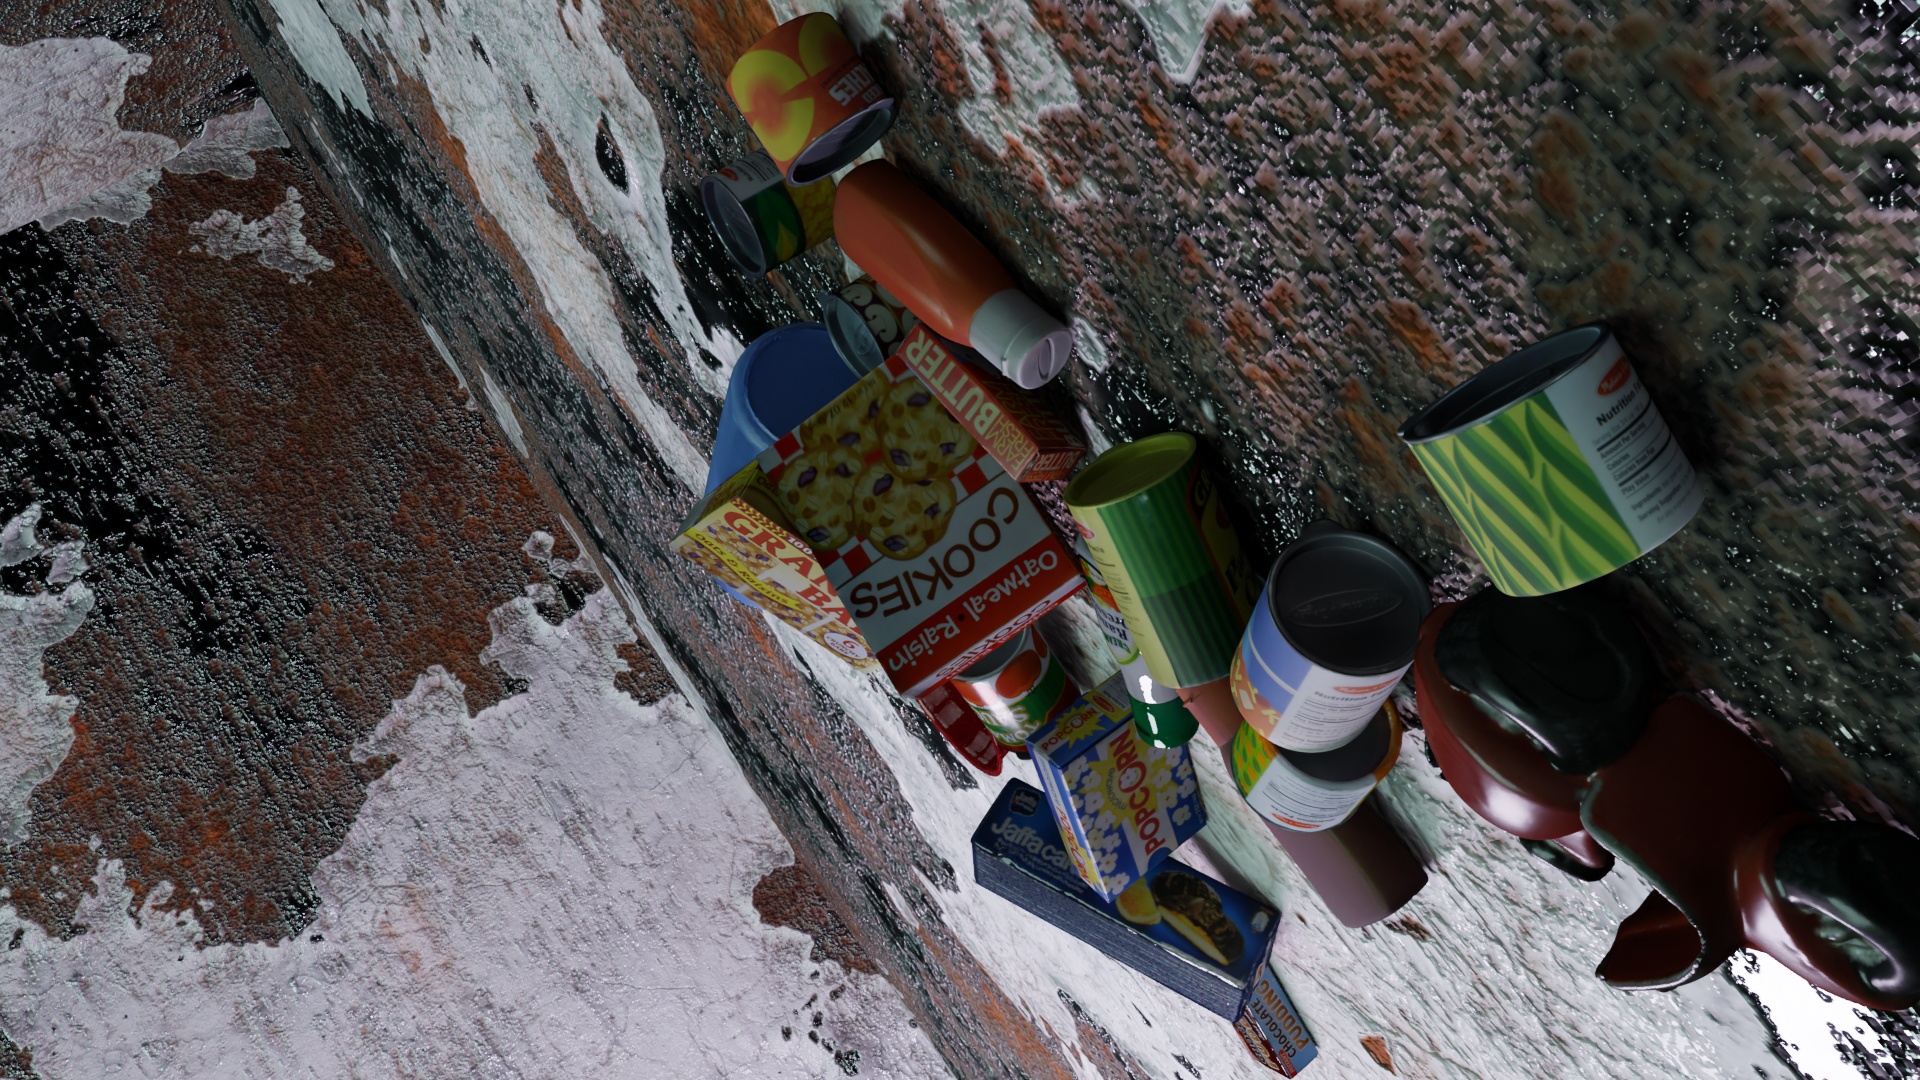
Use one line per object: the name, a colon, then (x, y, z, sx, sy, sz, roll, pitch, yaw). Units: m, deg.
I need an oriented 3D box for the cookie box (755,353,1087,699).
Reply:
cookie box: (-0.022, -0.013, 0.791, 0.168, 0.123, 0.040, 58, -169, 14)

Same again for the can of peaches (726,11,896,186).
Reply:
can of peaches: (-0.073, -0.222, 0.695, 0.058, 0.071, 0.071, 56, 160, 1)

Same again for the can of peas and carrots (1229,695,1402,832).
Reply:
can of peas and carrots: (0.163, 0.092, 0.641, 0.071, 0.071, 0.058, 48, 158, 21)

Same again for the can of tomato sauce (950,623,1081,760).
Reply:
can of tomato sauce: (0.032, 0.091, 0.909, 0.071, 0.071, 0.082, 31, 161, 49)

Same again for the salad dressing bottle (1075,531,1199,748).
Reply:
salad dressing bottle: (0.100, 0.051, 0.750, 0.064, 0.044, 0.147, 42, 157, 50)

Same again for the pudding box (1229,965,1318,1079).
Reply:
pudding box: (0.205, 0.323, 0.958, 0.083, 0.030, 0.049, 60, 161, -11)

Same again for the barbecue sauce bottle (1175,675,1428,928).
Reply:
barbecue sauce bottle: (0.169, 0.124, 0.708, 0.148, 0.044, 0.064, 53, 160, 11)

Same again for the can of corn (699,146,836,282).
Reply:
can of corn: (-0.112, -0.197, 0.829, 0.071, 0.058, 0.070, 46, 158, 25)

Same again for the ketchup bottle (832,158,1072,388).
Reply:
ketchup bottle: (-0.006, -0.133, 0.707, 0.149, 0.044, 0.064, 45, 158, 28)

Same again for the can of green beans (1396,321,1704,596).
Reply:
can of green beans: (0.178, -0.024, 0.419, 0.058, 0.071, 0.071, 57, 160, -5)

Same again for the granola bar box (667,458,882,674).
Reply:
granola bar box: (-0.093, 0.019, 0.905, 0.165, 0.039, 0.124, 36, 150, -18)

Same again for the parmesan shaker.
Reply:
parmesan shaker: (0.100, 0.008, 0.657, 0.071, 0.071, 0.103, 13, 134, 62)

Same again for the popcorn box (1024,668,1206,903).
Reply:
popcorn box: (0.097, 0.148, 0.849, 0.038, 0.085, 0.126, 33, 150, 49)

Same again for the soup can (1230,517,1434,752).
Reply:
soup can: (0.153, 0.042, 0.585, 0.071, 0.071, 0.083, 47, 159, 22)

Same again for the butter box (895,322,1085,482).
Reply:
butter box: (0.016, -0.074, 0.736, 0.104, 0.053, 0.024, 48, 115, 21)

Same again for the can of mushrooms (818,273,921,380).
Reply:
can of mushrooms: (-0.053, -0.128, 0.838, 0.071, 0.033, 0.070, 47, 159, 24)

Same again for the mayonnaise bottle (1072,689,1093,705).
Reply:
mayonnaise bottle: (0.100, 0.158, 0.922, 0.065, 0.041, 0.147, 30, 150, 37)
